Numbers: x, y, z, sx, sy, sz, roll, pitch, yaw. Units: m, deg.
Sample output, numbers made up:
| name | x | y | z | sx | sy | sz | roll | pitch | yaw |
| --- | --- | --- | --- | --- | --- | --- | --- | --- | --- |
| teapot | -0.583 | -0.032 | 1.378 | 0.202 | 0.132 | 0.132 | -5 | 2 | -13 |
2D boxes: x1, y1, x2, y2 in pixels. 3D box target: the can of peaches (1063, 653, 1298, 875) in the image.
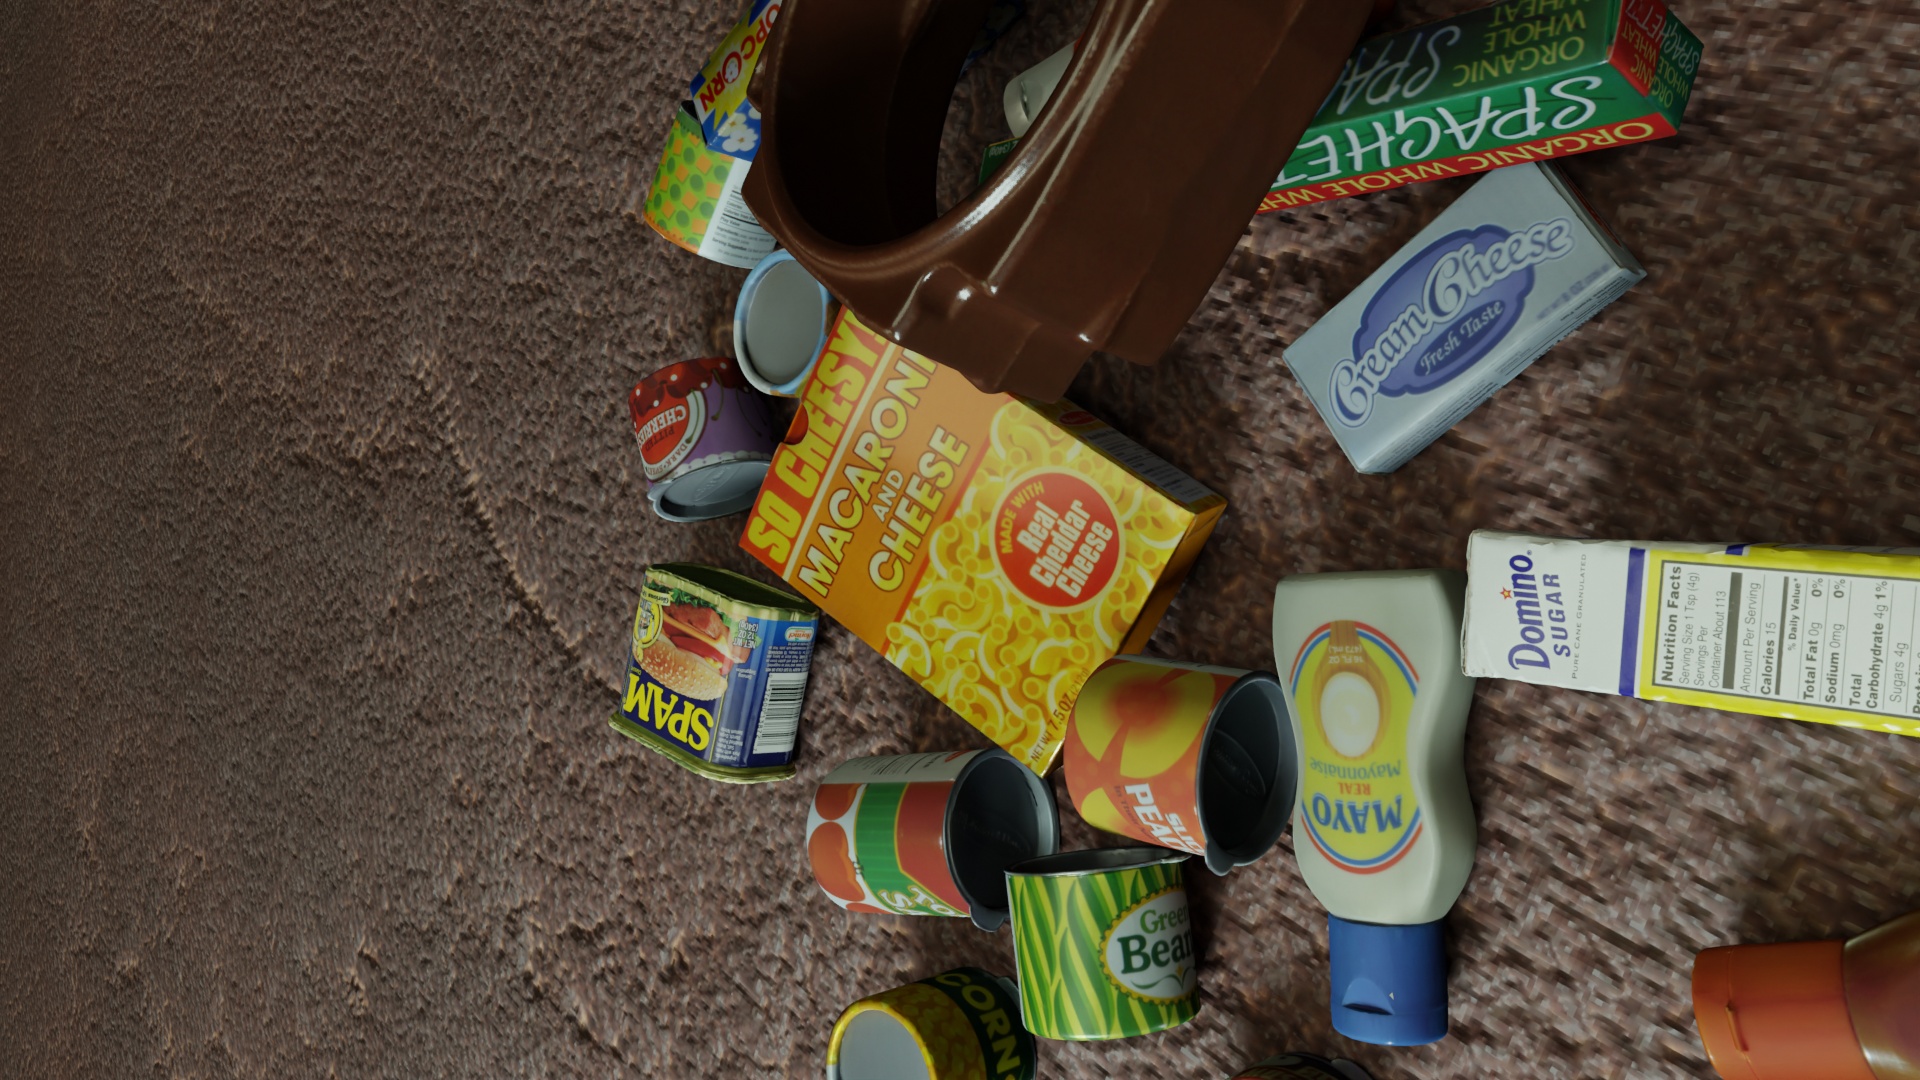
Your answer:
| name | x | y | z | sx | sy | sz | roll | pitch | yaw |
| --- | --- | --- | --- | --- | --- | --- | --- | --- | --- |
| can of peaches | 0.077 | 0.077 | 0.487 | 0.058 | 0.071 | 0.071 | 5 | 92 | 43 |

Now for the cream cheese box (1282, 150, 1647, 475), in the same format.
| name | x | y | z | sx | sy | sz | roll | pitch | yaw |
| --- | --- | --- | --- | --- | --- | --- | --- | --- | --- |
| cream cheese box | 0.159 | -0.072 | 0.448 | 0.103 | 0.024 | 0.053 | -43 | 59 | 33 |

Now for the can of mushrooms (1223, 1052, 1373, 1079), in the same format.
| name | x | y | z | sx | sy | sz | roll | pitch | yaw |
| --- | --- | --- | --- | --- | --- | --- | --- | --- | --- |
| can of mushrooms | 0.113 | 0.210 | 0.472 | 0.071 | 0.033 | 0.071 | -2 | 87 | 43 |

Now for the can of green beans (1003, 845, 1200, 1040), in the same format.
| name | x | y | z | sx | sy | sz | roll | pitch | yaw |
| --- | --- | --- | --- | --- | --- | --- | --- | --- | --- |
| can of green beans | 0.052 | 0.145 | 0.509 | 0.071 | 0.071 | 0.058 | -13 | 80 | 41 |

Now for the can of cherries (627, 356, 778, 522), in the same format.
| name | x | y | z | sx | sy | sz | roll | pitch | yaw |
| --- | --- | --- | --- | --- | --- | --- | --- | --- | --- |
| can of cherries | -0.125 | -0.049 | 0.675 | 0.071 | 0.071 | 0.058 | -32 | 67 | 37 |

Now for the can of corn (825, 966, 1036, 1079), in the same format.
| name | x | y | z | sx | sy | sz | roll | pitch | yaw |
| --- | --- | --- | --- | --- | --- | --- | --- | --- | --- |
| can of corn | -0.011 | 0.213 | 0.569 | 0.071 | 0.058 | 0.071 | -1 | 88 | 42 |

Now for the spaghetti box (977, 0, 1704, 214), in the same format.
| name | x | y | z | sx | sy | sz | roll | pitch | yaw |
| --- | --- | --- | --- | --- | --- | --- | --- | --- | --- |
| spaghetti box | 0.106 | -0.134 | 0.463 | 0.250 | 0.050 | 0.029 | 2 | 79 | 49 |

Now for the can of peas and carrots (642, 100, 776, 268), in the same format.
| name | x | y | z | sx | sy | sz | roll | pitch | yaw |
| --- | --- | --- | --- | --- | --- | --- | --- | --- | --- |
| can of peas and carrots | -0.115 | -0.174 | 0.676 | 0.071 | 0.071 | 0.058 | 43 | 117 | 35 |

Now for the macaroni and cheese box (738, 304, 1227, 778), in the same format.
| name | x | y | z | sx | sy | sz | roll | pitch | yaw |
| --- | --- | --- | --- | --- | --- | --- | --- | --- | --- |
| macaroni and cheese box | 0.002 | -0.007 | 0.549 | 0.167 | 0.040 | 0.123 | 35 | 113 | 20 |

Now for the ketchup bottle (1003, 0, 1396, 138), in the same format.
| name | x | y | z | sx | sy | sz | roll | pitch | yaw |
| --- | --- | --- | --- | --- | --- | --- | --- | --- | --- |
| ketchup bottle | 0.082 | -0.187 | 0.511 | 0.148 | 0.043 | 0.065 | -20 | 75 | 41 |

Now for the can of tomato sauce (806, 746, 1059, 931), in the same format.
| name | x | y | z | sx | sy | sz | roll | pitch | yaw |
| --- | --- | --- | --- | --- | --- | --- | --- | --- | --- |
| can of tomato sauce | -0.012 | 0.122 | 0.568 | 0.083 | 0.071 | 0.071 | -12 | 81 | 42 |

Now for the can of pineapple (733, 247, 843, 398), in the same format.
| name | x | y | z | sx | sy | sz | roll | pitch | yaw |
| --- | --- | --- | --- | --- | --- | --- | --- | --- | --- |
| can of pineapple | -0.059 | -0.096 | 0.626 | 0.071 | 0.058 | 0.071 | -2 | 87 | 42 |

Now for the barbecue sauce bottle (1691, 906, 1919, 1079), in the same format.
| name | x | y | z | sx | sy | sz | roll | pitch | yaw |
| --- | --- | --- | --- | --- | --- | --- | --- | --- | --- |
| barbecue sauce bottle | 0.261 | 0.112 | 0.335 | 0.148 | 0.044 | 0.065 | -21 | 75 | 41 |

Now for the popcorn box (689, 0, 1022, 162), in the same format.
| name | x | y | z | sx | sy | sz | roll | pitch | yaw |
| --- | --- | --- | --- | --- | --- | --- | --- | --- | --- |
| popcorn box | -0.047 | -0.214 | 0.601 | 0.126 | 0.085 | 0.038 | -37 | 64 | 36 |

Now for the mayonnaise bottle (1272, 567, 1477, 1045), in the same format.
| name | x | y | z | sx | sy | sz | roll | pitch | yaw |
| --- | --- | --- | --- | --- | --- | --- | --- | --- | --- |
| mayonnaise bottle | 0.136 | 0.084 | 0.450 | 0.064 | 0.041 | 0.148 | -5 | 84 | 41 |
